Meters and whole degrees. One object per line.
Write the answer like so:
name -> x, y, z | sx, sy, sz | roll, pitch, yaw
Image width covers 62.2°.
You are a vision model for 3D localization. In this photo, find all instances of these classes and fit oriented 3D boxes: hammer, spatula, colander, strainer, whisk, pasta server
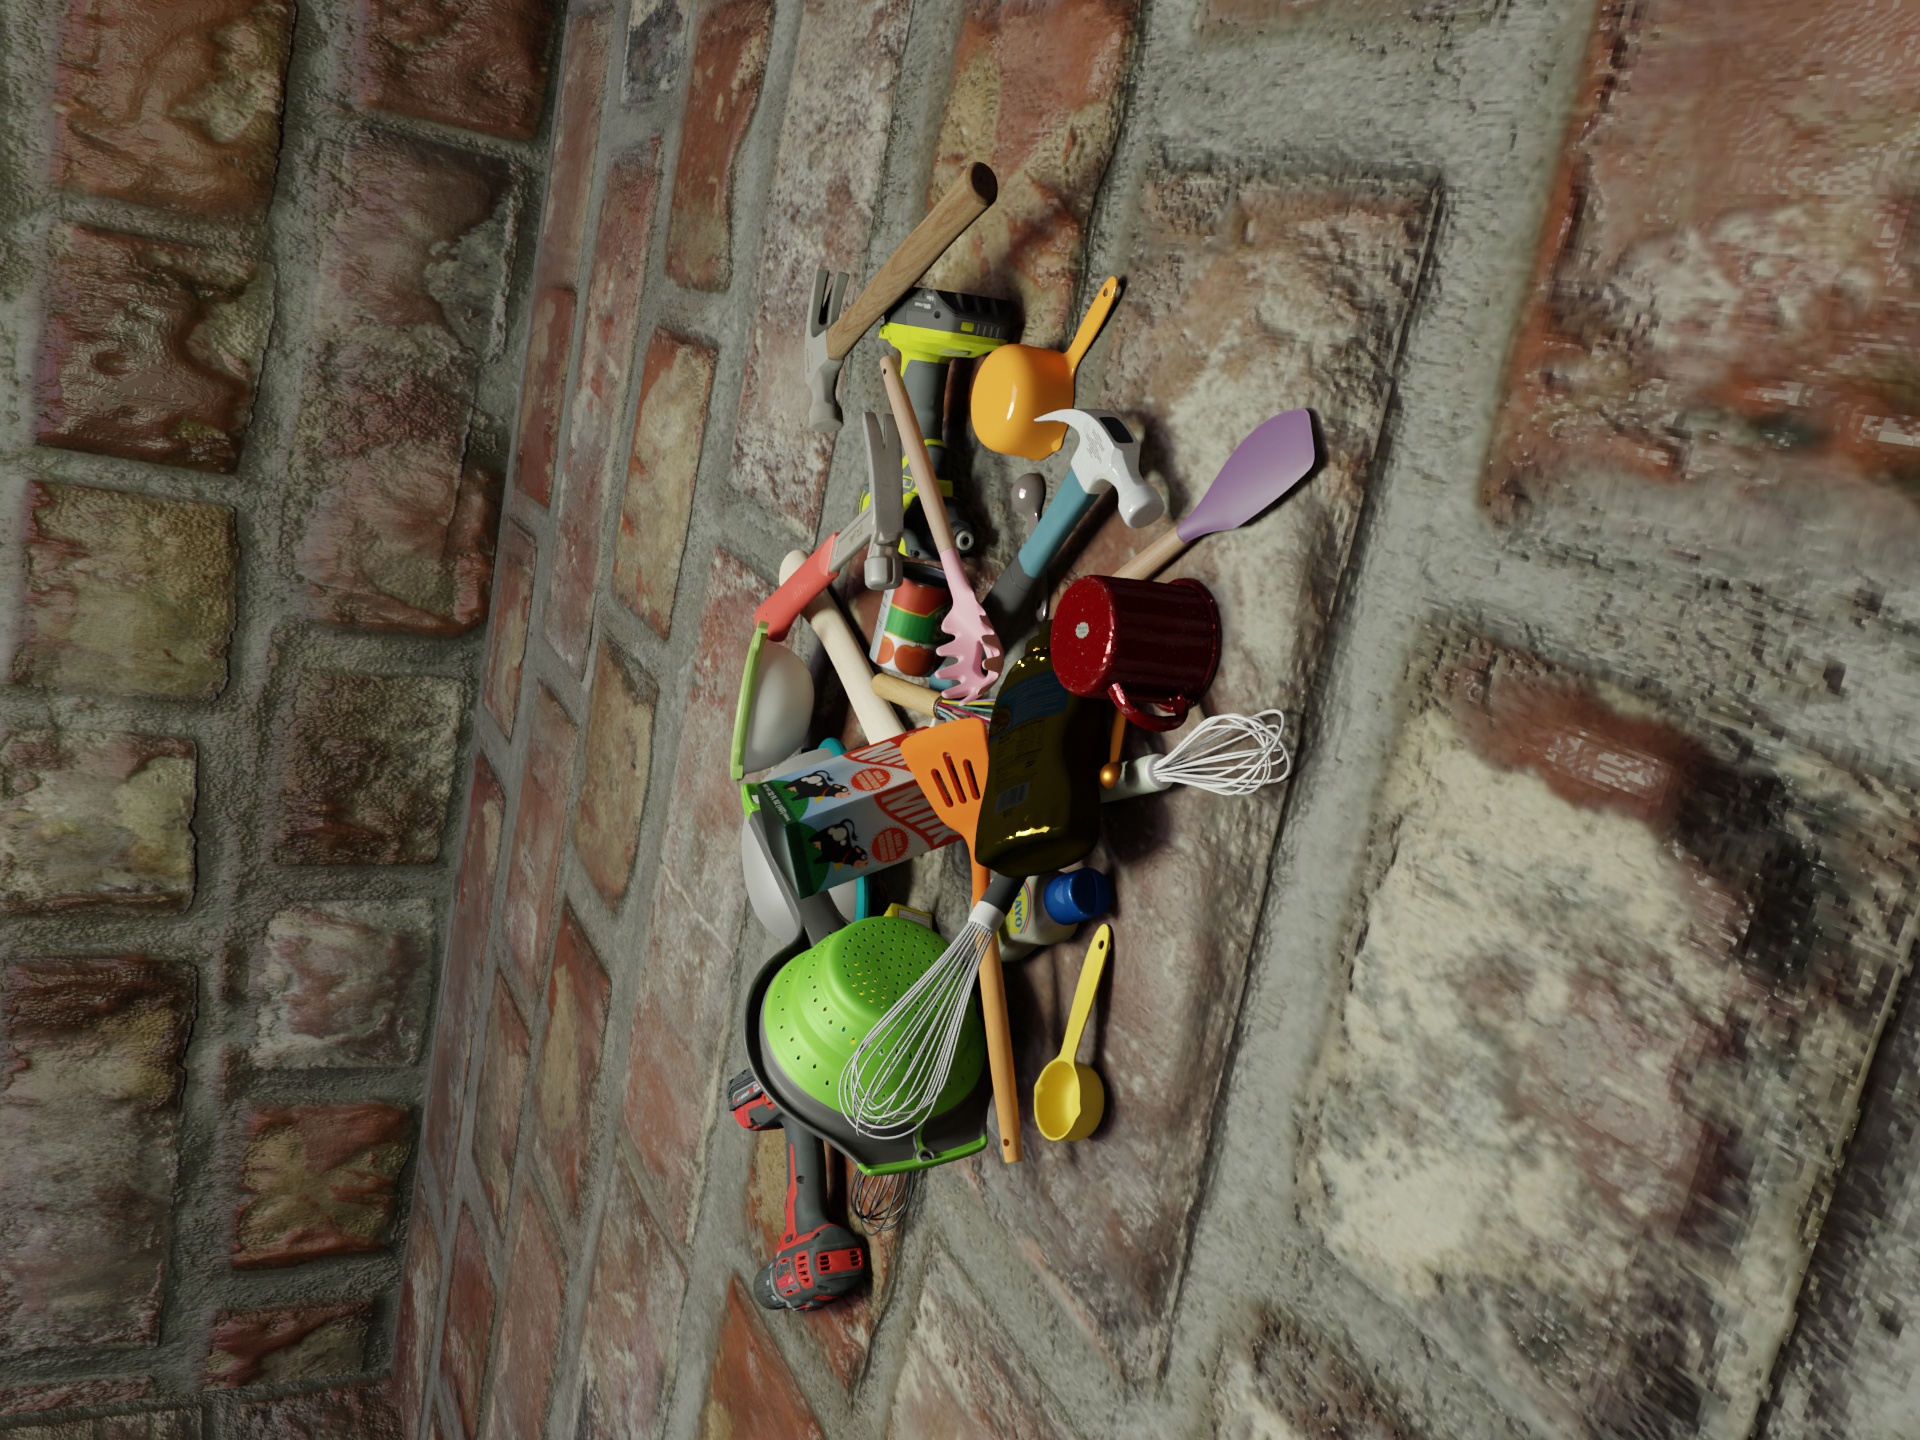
hammer -> -0.098, -0.055, 1.506 | 0.411, 0.038, 0.146 | 59, 134, 48
spatula -> 0.139, -0.119, 1.094 | 0.316, 0.018, 0.060 | -39, 46, 52
hammer -> -0.126, -0.150, 1.457 | 0.359, 0.036, 0.149 | 152, 117, -65
colander -> -0.091, 0.163, 1.257 | 0.398, 0.204, 0.094 | 58, 141, 39
strainer -> -0.183, -0.004, 1.608 | 0.256, 0.069, 0.151 | 117, 163, -83
whisk -> -0.043, 0.331, 1.341 | 0.055, 0.055, 0.239 | 43, 119, 55
pasta server -> -0.023, -0.158, 1.267 | 0.060, 0.040, 0.316 | -36, 63, 43
strainer -> -0.148, 0.188, 1.472 | 0.211, 0.095, 0.340 | 180, 87, -73
whisk -> 0.137, 0.032, 1.056 | 0.059, 0.057, 0.246 | -58, 16, -22
spatula -> 0.014, 0.161, 1.174 | 0.081, 0.041, 0.323 | -17, 72, 33
whisk -> -0.002, -0.002, 1.275 | 0.051, 0.047, 0.245 | -49, 34, -15
hammer -> -0.058, -0.359, 1.305 | 0.331, 0.031, 0.130 | -27, 66, 59
hammer -> 0.049, -0.111, 1.223 | 0.331, 0.033, 0.128 | -55, 49, 49
whisk -> 0.003, 0.167, 1.120 | 0.285, 0.070, 0.070 | -57, 20, -22

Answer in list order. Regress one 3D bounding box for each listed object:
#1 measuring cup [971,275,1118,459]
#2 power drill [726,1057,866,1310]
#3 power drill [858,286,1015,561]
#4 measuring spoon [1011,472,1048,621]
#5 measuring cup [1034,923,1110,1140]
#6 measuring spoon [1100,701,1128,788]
measuring cup -> 0.062, -0.276, 1.222 | 0.173, 0.052, 0.095 | -56, 40, 46
power drill -> -0.163, 0.447, 1.519 | 0.188, 0.080, 0.227 | -43, 52, 52
power drill -> -0.021, -0.250, 1.354 | 0.171, 0.080, 0.223 | 32, 118, 59
measuring spoon -> 0.054, -0.137, 1.253 | 0.034, 0.018, 0.124 | -28, 63, 57
measuring cup -> 0.092, 0.224, 1.136 | 0.062, 0.029, 0.156 | 9, 82, 62
measuring spoon -> 0.107, 0.000, 1.099 | 0.021, 0.011, 0.117 | -49, 22, 44
